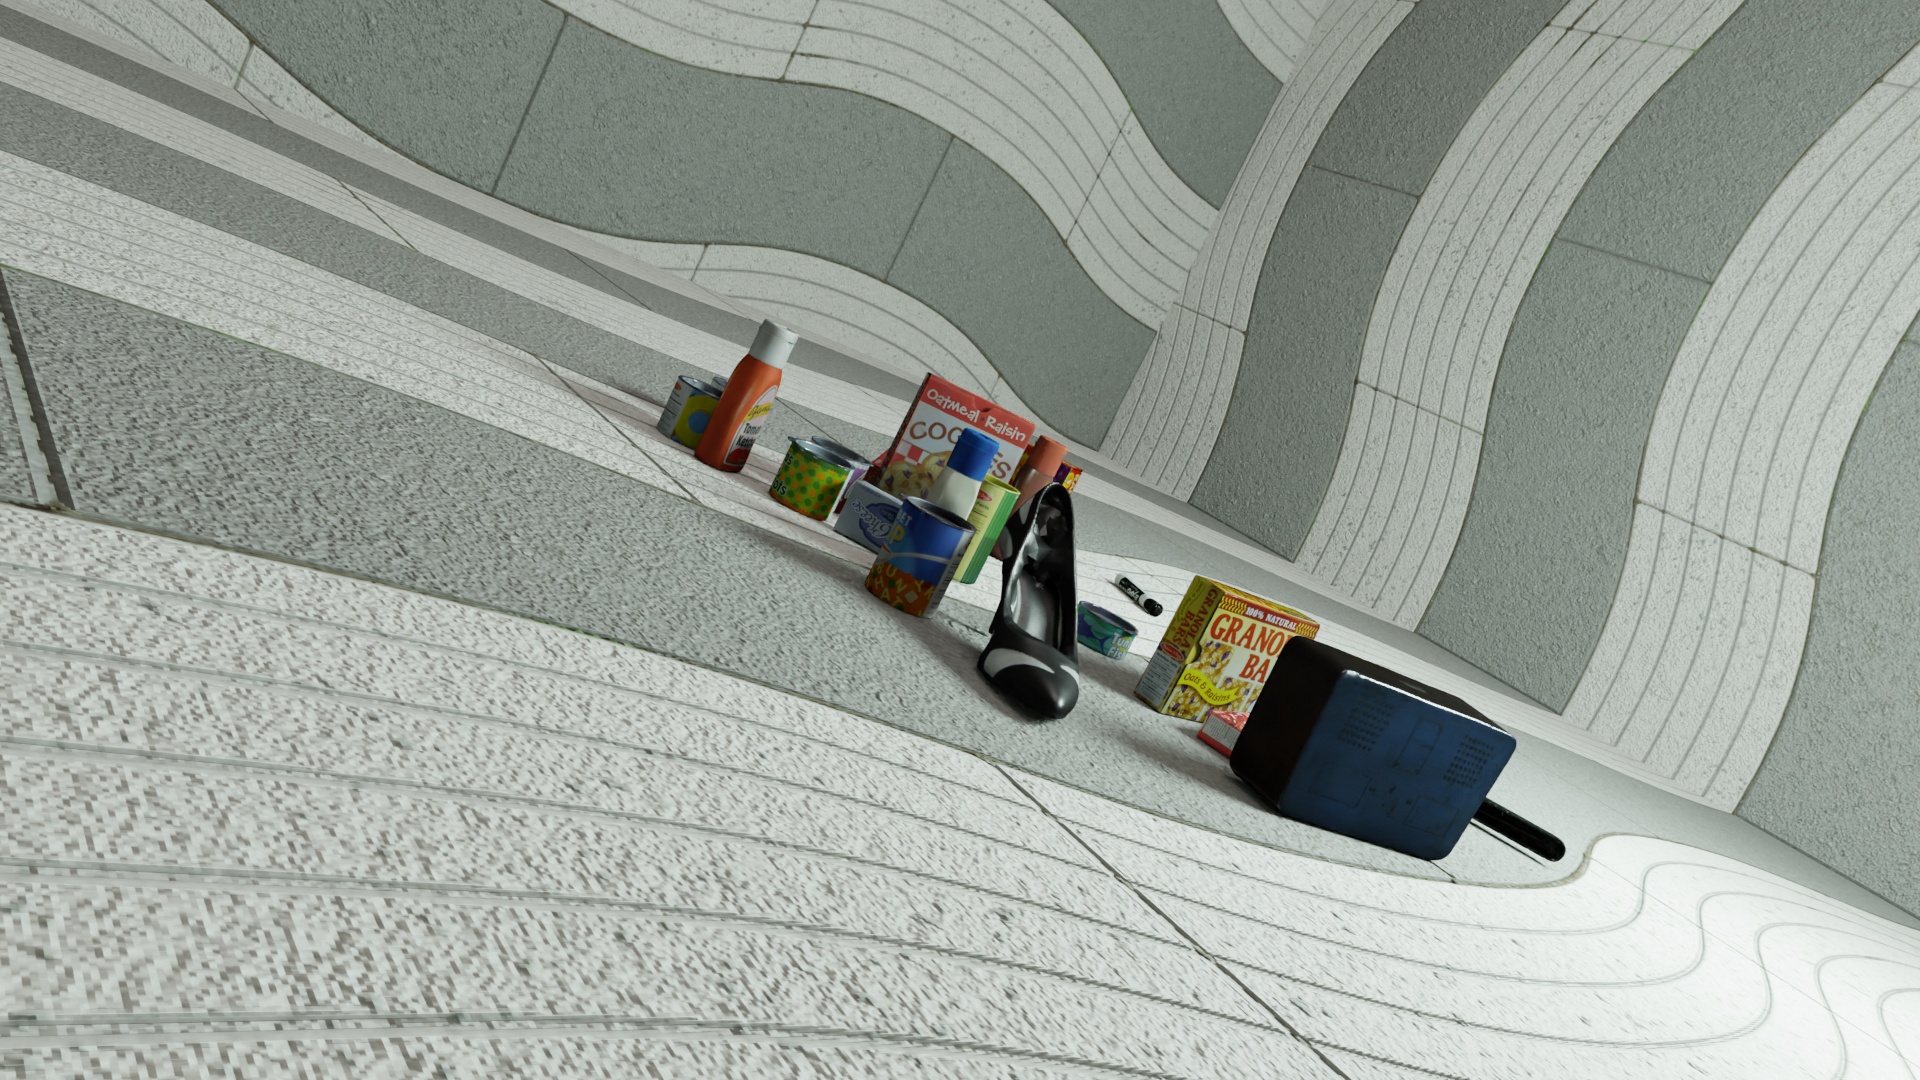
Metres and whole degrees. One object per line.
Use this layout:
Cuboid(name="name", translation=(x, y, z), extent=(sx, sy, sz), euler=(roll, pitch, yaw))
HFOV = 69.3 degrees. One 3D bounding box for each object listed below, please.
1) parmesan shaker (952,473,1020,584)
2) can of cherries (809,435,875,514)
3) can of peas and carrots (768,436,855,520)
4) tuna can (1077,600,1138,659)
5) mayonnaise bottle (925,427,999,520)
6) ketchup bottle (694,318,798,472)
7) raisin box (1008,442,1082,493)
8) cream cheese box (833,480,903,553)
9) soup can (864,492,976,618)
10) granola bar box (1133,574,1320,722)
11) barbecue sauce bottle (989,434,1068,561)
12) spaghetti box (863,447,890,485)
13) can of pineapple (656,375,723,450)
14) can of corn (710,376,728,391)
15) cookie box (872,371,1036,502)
Cuboid(name="parmesan shaker", translation=(0.005, -0.017, 1.377), extent=(0.071, 0.103, 0.071), euler=(26, 9, -4))
Cuboid(name="can of cherries", translation=(-0.131, -0.065, 1.410), extent=(0.071, 0.058, 0.071), euler=(26, 9, -4))
Cuboid(name="can of peas and carrots", translation=(-0.146, -0.059, 1.336), extent=(0.071, 0.058, 0.071), euler=(26, 9, -4))
Cuboid(name="tuna can", translation=(0.142, 0.090, 1.378), extent=(0.071, 0.032, 0.071), euler=(26, 9, -4))
Cuboid(name="mayonnaise bottle", translation=(-0.012, -0.028, 1.247), extent=(0.041, 0.148, 0.065), euler=(25, 9, -12))
Cuboid(name="ketchup bottle", translation=(-0.204, -0.140, 1.340), extent=(0.043, 0.148, 0.065), euler=(29, 9, 13))
Cuboid(name="raisin box", translation=(0.085, -0.053, 1.731), extent=(0.086, 0.123, 0.040), euler=(31, 9, 25))
Cuboid(name="cream cheese box", translation=(-0.062, -0.010, 1.307), extent=(0.104, 0.053, 0.024), euler=(28, 9, 10))
Cuboid(name="soup can", translation=(-0.036, 0.012, 1.160), extent=(0.071, 0.083, 0.071), euler=(26, 9, -4))
Cuboid(name="granola bar box", translation=(0.249, 0.109, 1.280), extent=(0.165, 0.124, 0.039), euler=(18, 12, -43))
Cuboid(name="barbecue sauce bottle", translation=(0.074, -0.048, 1.598), extent=(0.044, 0.148, 0.065), euler=(27, 9, 2))
Cuboid(name="spaghetti box", translation=(-0.087, -0.075, 1.611), extent=(0.029, 0.050, 0.250), euler=(26, 9, -1))
Cuboid(name="can of pineapple", translation=(-0.260, -0.124, 1.384), extent=(0.071, 0.057, 0.071), euler=(26, 9, -4))
Cuboid(name="can of corn", translation=(-0.243, -0.134, 1.481), extent=(0.071, 0.058, 0.071), euler=(26, 9, -4))
Cuboid(name="cookie box", translation=(-0.014, -0.073, 1.432), extent=(0.123, 0.167, 0.040), euler=(24, 9, -13))
